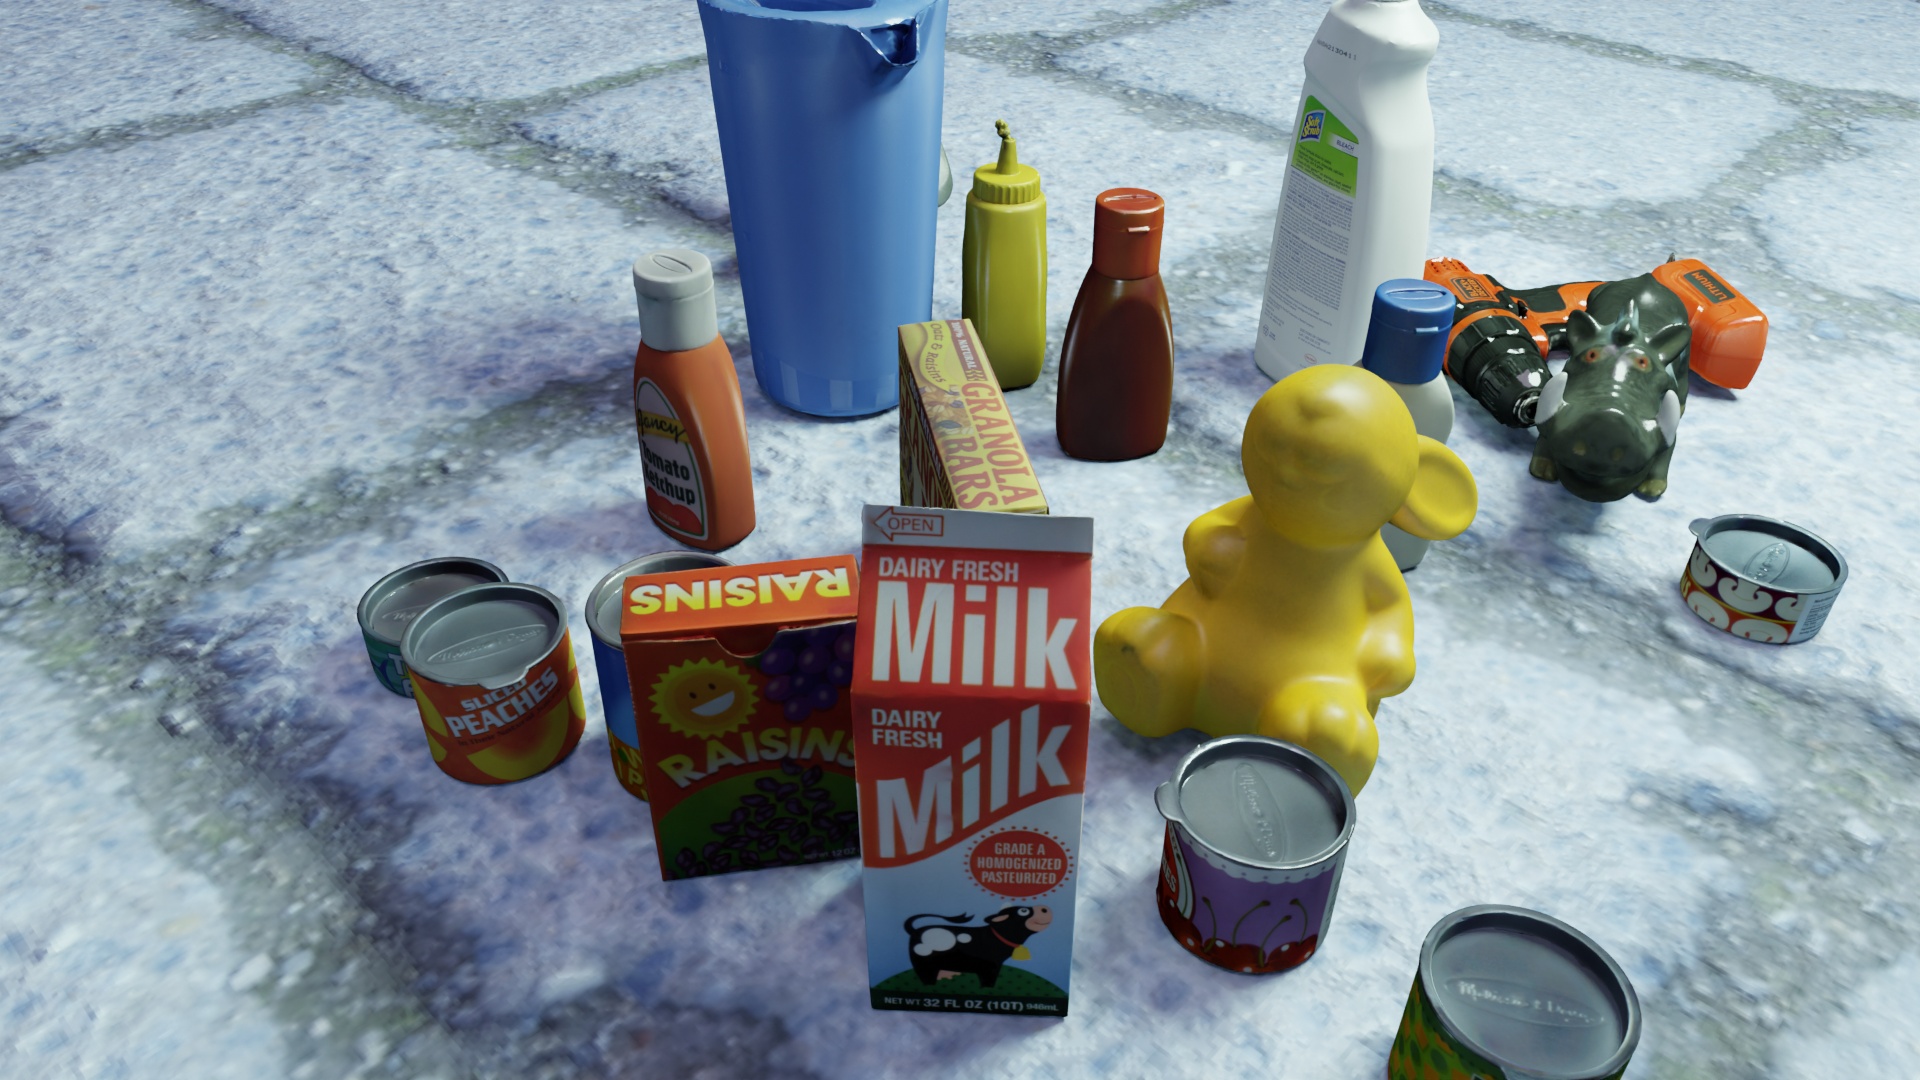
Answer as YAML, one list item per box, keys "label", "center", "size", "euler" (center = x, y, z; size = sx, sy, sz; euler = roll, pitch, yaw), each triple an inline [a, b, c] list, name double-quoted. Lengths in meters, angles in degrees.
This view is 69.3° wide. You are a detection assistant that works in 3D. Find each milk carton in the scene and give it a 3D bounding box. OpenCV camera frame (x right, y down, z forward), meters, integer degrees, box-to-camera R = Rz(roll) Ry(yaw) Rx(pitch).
- label: "milk carton"
  center: [0.005, 0.069, 0.461]
  size: [0.072, 0.189, 0.074]
  euler: [2, 35, 2]

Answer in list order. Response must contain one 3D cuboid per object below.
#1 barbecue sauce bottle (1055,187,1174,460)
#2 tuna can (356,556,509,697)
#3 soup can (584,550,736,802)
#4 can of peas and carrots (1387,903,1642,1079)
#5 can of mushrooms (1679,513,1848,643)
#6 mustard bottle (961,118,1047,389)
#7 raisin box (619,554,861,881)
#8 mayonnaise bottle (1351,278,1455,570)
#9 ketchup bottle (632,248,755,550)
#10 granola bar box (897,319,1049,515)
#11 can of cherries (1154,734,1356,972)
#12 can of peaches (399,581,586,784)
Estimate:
- label: "barbecue sauce bottle"
  center: [0.087, -0.117, 0.761]
  size: [0.065, 0.147, 0.044]
  euler: [-5, 35, -8]
- label: "tuna can"
  center: [-0.236, 0.041, 0.631]
  size: [0.071, 0.032, 0.071]
  euler: [1, 35, 0]
- label: "soup can"
  center: [-0.112, 0.058, 0.566]
  size: [0.071, 0.083, 0.072]
  euler: [1, 35, 0]
- label: "can of peas and carrots"
  center: [0.175, 0.163, 0.445]
  size: [0.071, 0.058, 0.071]
  euler: [1, 35, 0]
- label: "can of mushrooms"
  center: [0.388, 0.017, 0.678]
  size: [0.071, 0.033, 0.071]
  euler: [1, 35, 0]
- label: "mustard bottle"
  center: [0.027, -0.171, 0.826]
  size: [0.049, 0.159, 0.065]
  euler: [-7, 36, -11]
- label: "raisin box"
  center: [-0.076, 0.068, 0.518]
  size: [0.086, 0.122, 0.040]
  euler: [-5, 36, -8]
- label: "mayonnaise bottle"
  center: [0.207, -0.053, 0.674]
  size: [0.065, 0.147, 0.041]
  euler: [-2, 35, -5]
- label: "ketchup bottle"
  center: [-0.135, -0.069, 0.689]
  size: [0.065, 0.148, 0.044]
  euler: [27, 43, 32]
- label: "granola bar box"
  center: [0.002, -0.008, 0.627]
  size: [0.039, 0.123, 0.166]
  euler: [-5, 36, -9]
- label: "can of cherries"
  center: [0.105, 0.115, 0.512]
  size: [0.071, 0.058, 0.072]
  euler: [1, 35, 0]
- label: "can of peaches"
  center: [-0.194, 0.061, 0.582]
  size: [0.071, 0.057, 0.071]
  euler: [1, 35, 0]
